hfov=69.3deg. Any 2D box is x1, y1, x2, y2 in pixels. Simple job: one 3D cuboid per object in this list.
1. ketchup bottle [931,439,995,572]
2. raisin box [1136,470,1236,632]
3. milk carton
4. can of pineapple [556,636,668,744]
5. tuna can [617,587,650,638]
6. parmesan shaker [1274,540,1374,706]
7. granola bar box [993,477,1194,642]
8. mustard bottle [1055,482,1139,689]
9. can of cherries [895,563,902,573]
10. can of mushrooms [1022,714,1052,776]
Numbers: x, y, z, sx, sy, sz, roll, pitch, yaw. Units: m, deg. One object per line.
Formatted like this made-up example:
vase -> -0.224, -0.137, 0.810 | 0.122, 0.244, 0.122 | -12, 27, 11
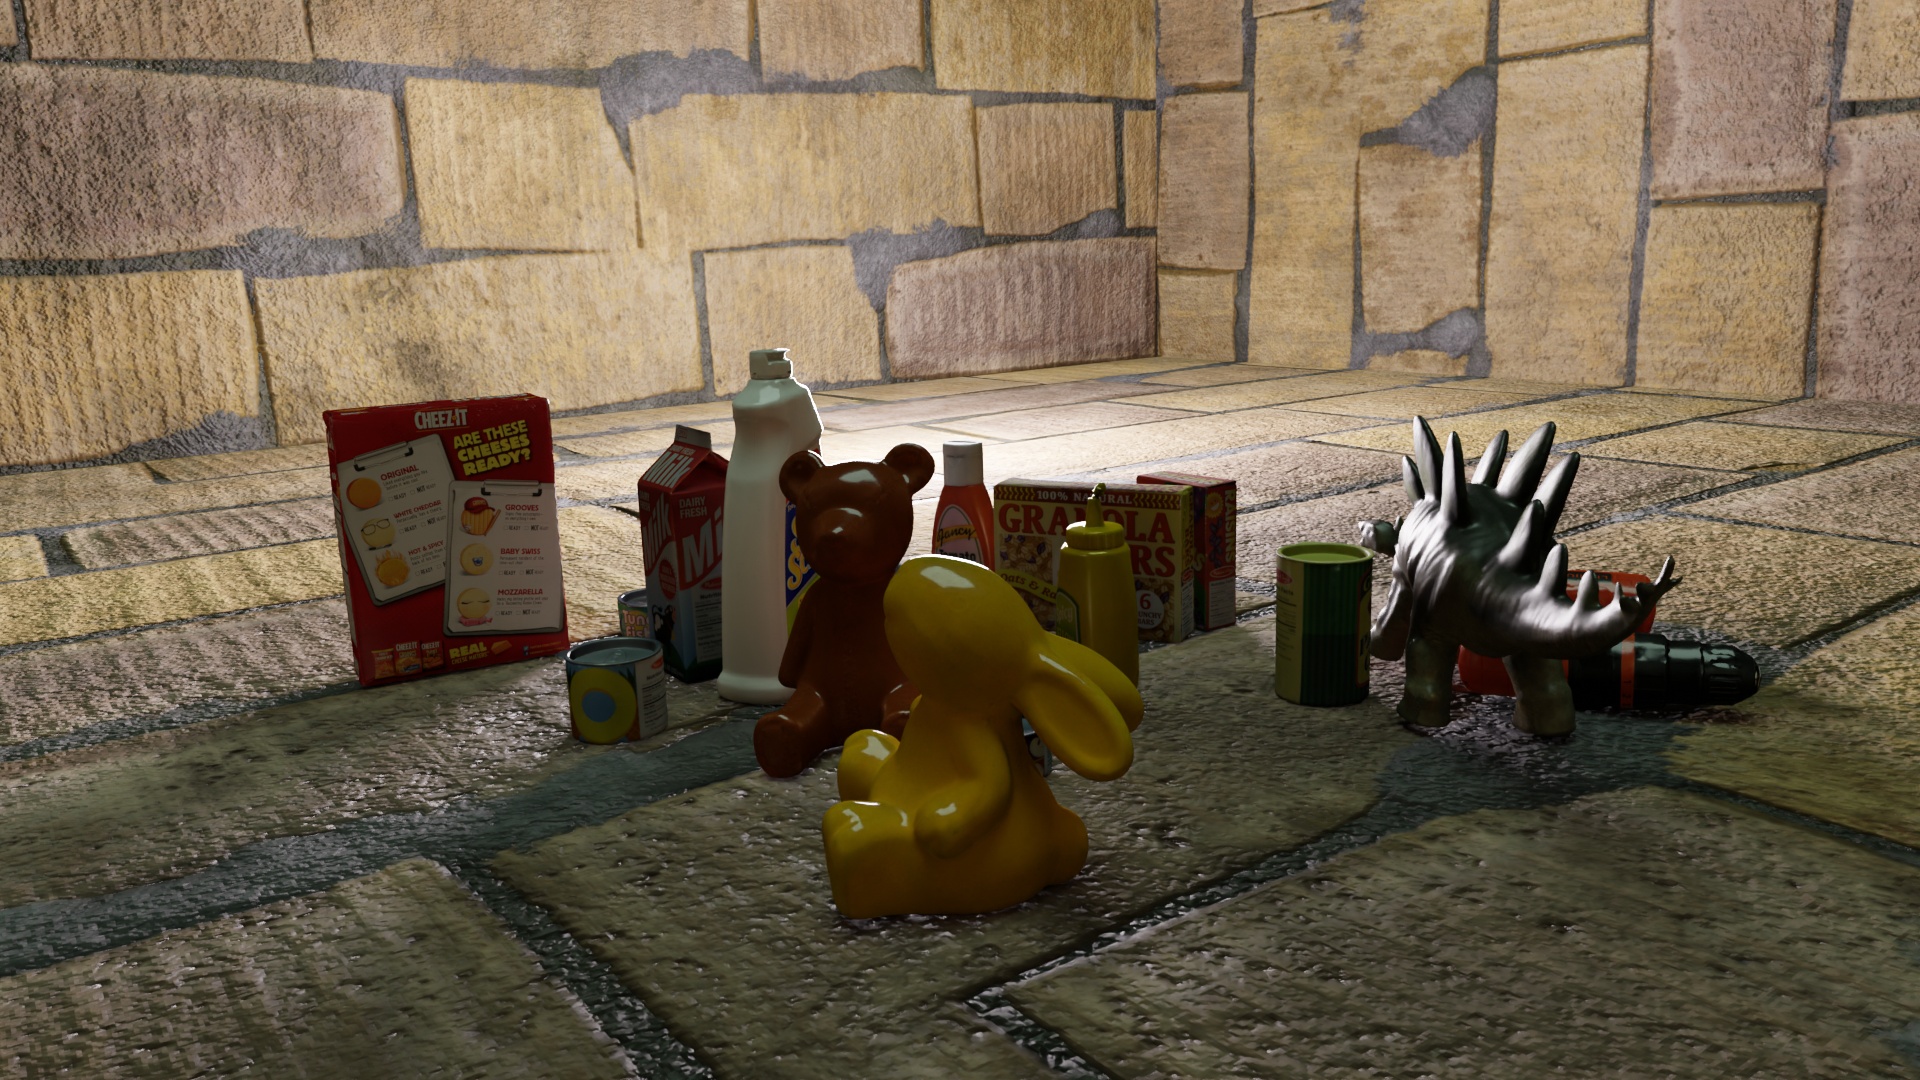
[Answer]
ketchup bottle -> 0.004, -0.016, 1.251 | 0.065, 0.148, 0.044 | 4, 13, 27
raisin box -> 0.191, 0.007, 1.174 | 0.040, 0.123, 0.086 | -10, 14, -34
milk carton -> -0.202, 0.007, 1.081 | 0.074, 0.190, 0.072 | -10, 14, -33
can of pineapple -> -0.238, 0.102, 0.956 | 0.071, 0.057, 0.071 | -2, 12, 1
tuna can -> -0.264, 0.063, 1.203 | 0.071, 0.032, 0.071 | -2, 12, 1
parmesan shaker -> 0.255, 0.057, 0.977 | 0.071, 0.102, 0.071 | -2, 12, 1
granola bar box -> 0.110, 0.014, 1.153 | 0.165, 0.124, 0.039 | 4, 13, 27
mustard bottle -> 0.092, 0.039, 0.955 | 0.049, 0.159, 0.065 | -6, 12, -19
can of cherries -> -0.079, 0.052, 1.163 | 0.071, 0.058, 0.071 | -2, 12, 1
can of mushrooms -> 0.022, 0.126, 0.859 | 0.071, 0.033, 0.071 | -2, 12, 1
